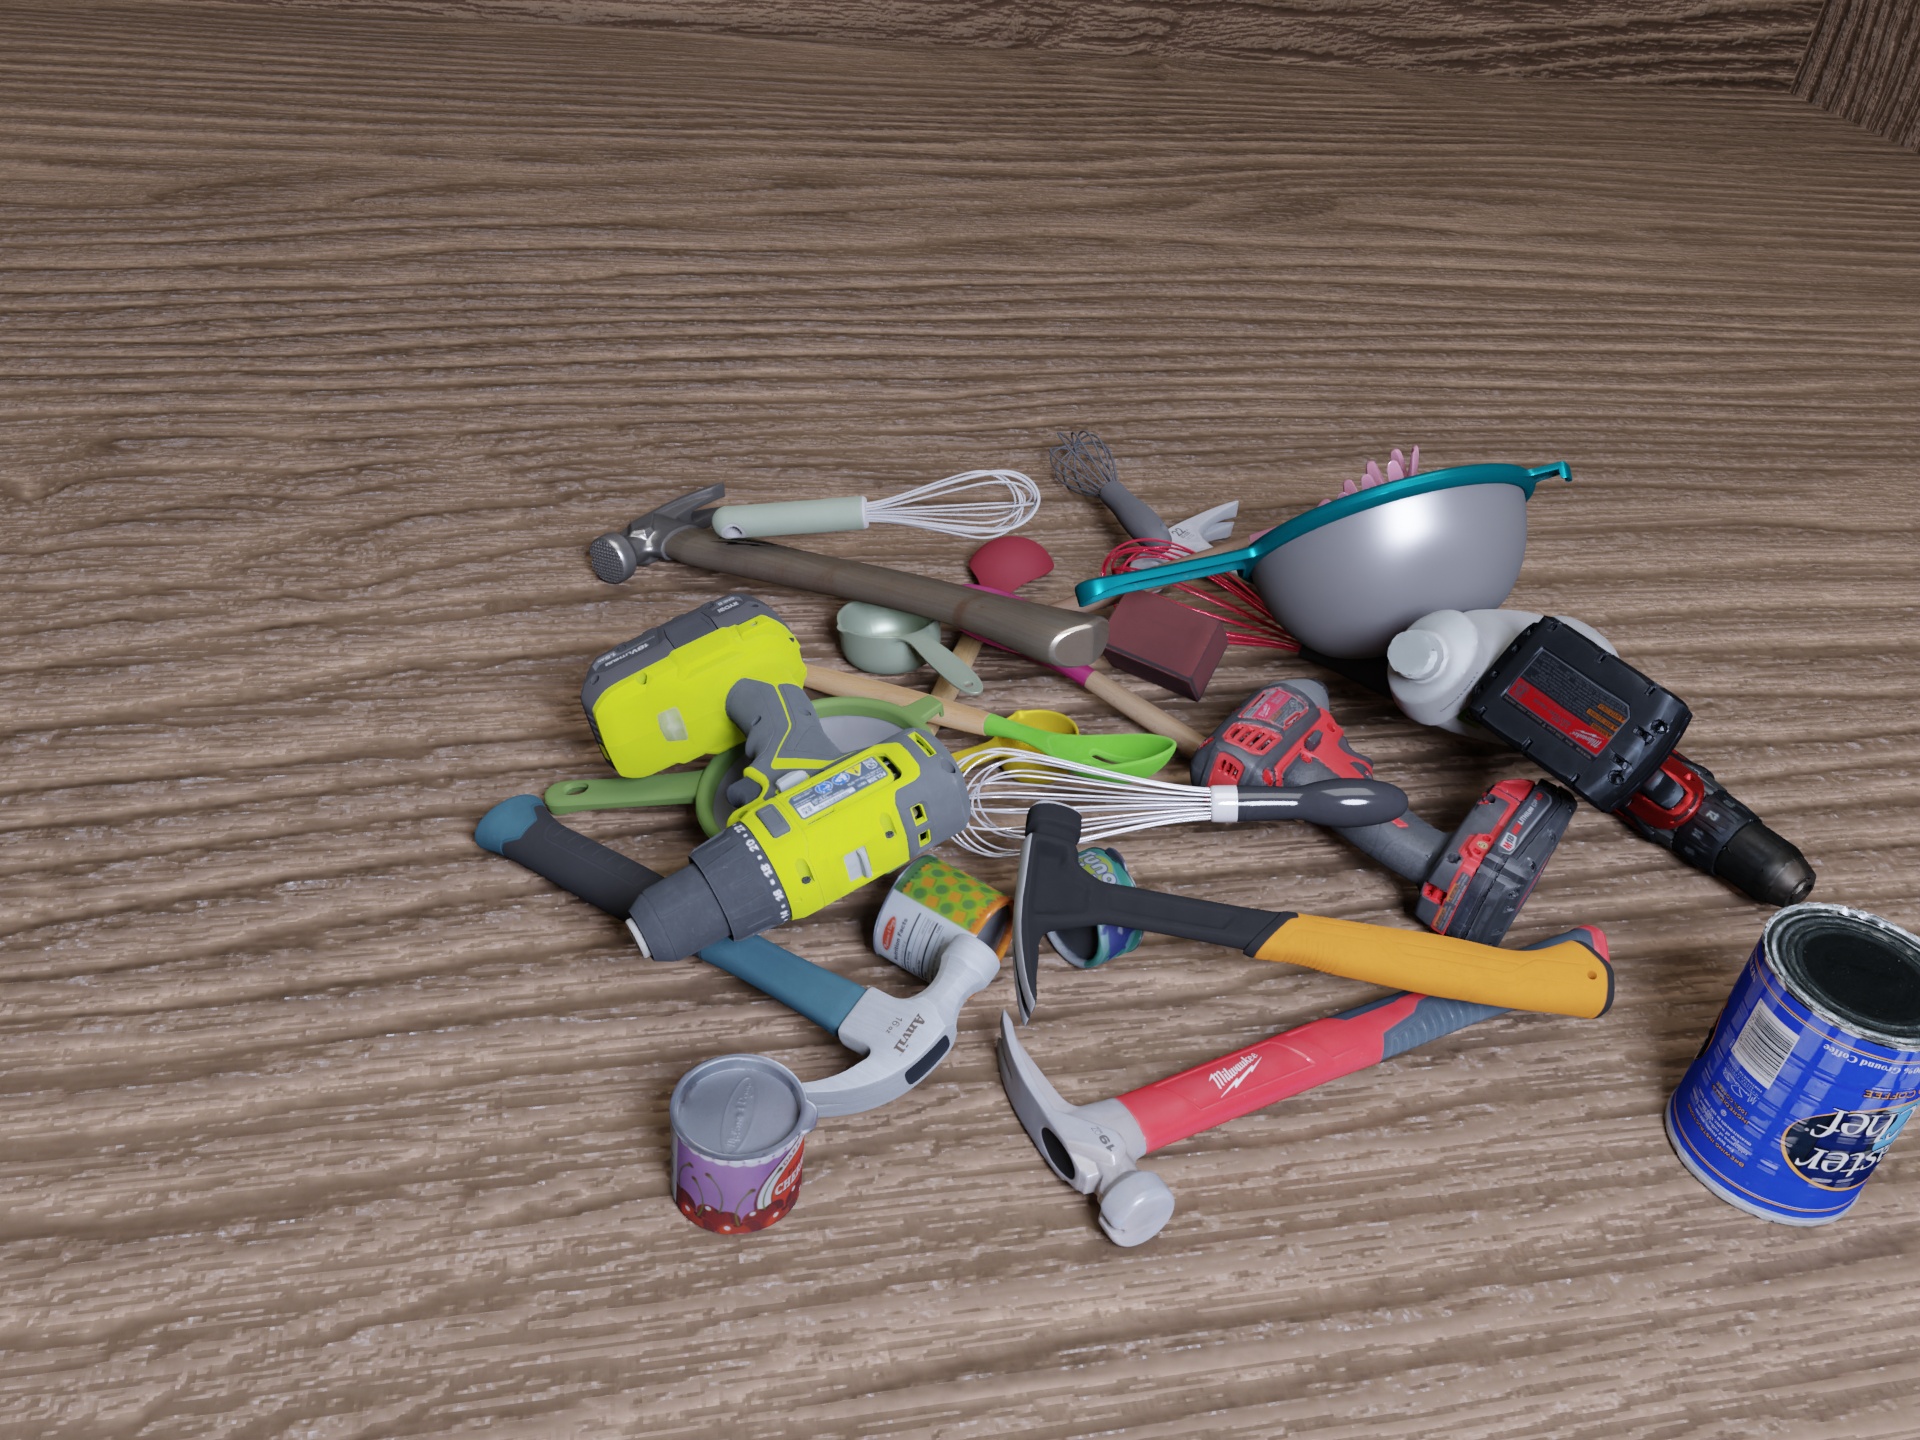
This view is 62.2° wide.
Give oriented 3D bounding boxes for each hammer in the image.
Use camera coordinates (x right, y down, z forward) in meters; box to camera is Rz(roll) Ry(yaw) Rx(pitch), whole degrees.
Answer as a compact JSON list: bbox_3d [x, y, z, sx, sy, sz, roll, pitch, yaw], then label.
[{"bbox_3d":[-0.147,0.116,0.896,0.331,0.033,0.128,23,60,28],"label":"hammer"},{"bbox_3d":[0.344,-0.077,1.266,0.406,0.035,0.144,25,40,23],"label":"hammer"},{"bbox_3d":[0.195,0.129,0.880,0.337,0.034,0.127,9,56,-2],"label":"hammer"},{"bbox_3d":[0.211,0.172,0.903,0.386,0.038,0.143,-13,39,-26],"label":"hammer"},{"bbox_3d":[-0.075,-0.107,1.176,0.411,0.038,0.146,16,34,28],"label":"hammer"}]

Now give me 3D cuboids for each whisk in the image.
[{"bbox_3d":[0.129,-0.196,1.358,0.055,0.055,0.239,-4,30,-15],"label":"whisk"},{"bbox_3d":[0.127,0.052,0.965,0.284,0.070,0.070,0,36,4],"label":"whisk"},{"bbox_3d":[-0.063,-0.156,1.184,0.246,0.057,0.059,-4,58,3],"label":"whisk"},{"bbox_3d":[0.245,-0.066,1.219,0.296,0.073,0.073,23,39,13],"label":"whisk"}]

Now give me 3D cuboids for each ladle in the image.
[{"bbox_3d":[0.009,-0.063,1.200,0.069,0.031,0.316,8,37,14],"label":"ladle"}]

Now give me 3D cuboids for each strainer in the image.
[{"bbox_3d":[0.247,-0.084,1.099,0.340,0.211,0.095,-12,80,-15],"label":"strainer"},{"bbox_3d":[-0.132,0.059,0.989,0.256,0.069,0.152,-4,38,14],"label":"strainer"}]

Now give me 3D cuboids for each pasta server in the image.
[{"bbox_3d":[0.187,-0.128,1.174,0.316,0.040,0.060,-18,12,22],"label":"pasta server"}]

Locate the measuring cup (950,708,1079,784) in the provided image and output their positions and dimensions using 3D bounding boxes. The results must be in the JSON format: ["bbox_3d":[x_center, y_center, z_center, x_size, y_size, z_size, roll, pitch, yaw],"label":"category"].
[{"bbox_3d":[0.008,0.035,1.072,0.156,0.029,0.062,-19,39,-14],"label":"measuring cup"}]

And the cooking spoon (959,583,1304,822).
[{"bbox_3d":[0.113,-0.016,1.136,0.319,0.017,0.069,34,44,24],"label":"cooking spoon"}]

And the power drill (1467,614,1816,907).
[{"bbox_3d":[0.443,0.036,1.022,0.226,0.080,0.188,27,14,-48],"label":"power drill"}]

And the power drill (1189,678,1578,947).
[{"bbox_3d":[0.273,0.047,1.036,0.220,0.078,0.143,30,42,22],"label":"power drill"}]

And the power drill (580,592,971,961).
[{"bbox_3d":[-0.128,0.031,0.905,0.190,0.080,0.229,-27,42,-17],"label":"power drill"}]

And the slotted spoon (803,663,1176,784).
[{"bbox_3d":[-0.002,-0.003,1.076,0.314,0.031,0.070,15,25,28],"label":"slotted spoon"}]

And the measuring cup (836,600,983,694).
[{"bbox_3d":[-0.029,-0.043,1.135,0.083,0.038,0.168,-18,35,-24],"label":"measuring cup"}]
